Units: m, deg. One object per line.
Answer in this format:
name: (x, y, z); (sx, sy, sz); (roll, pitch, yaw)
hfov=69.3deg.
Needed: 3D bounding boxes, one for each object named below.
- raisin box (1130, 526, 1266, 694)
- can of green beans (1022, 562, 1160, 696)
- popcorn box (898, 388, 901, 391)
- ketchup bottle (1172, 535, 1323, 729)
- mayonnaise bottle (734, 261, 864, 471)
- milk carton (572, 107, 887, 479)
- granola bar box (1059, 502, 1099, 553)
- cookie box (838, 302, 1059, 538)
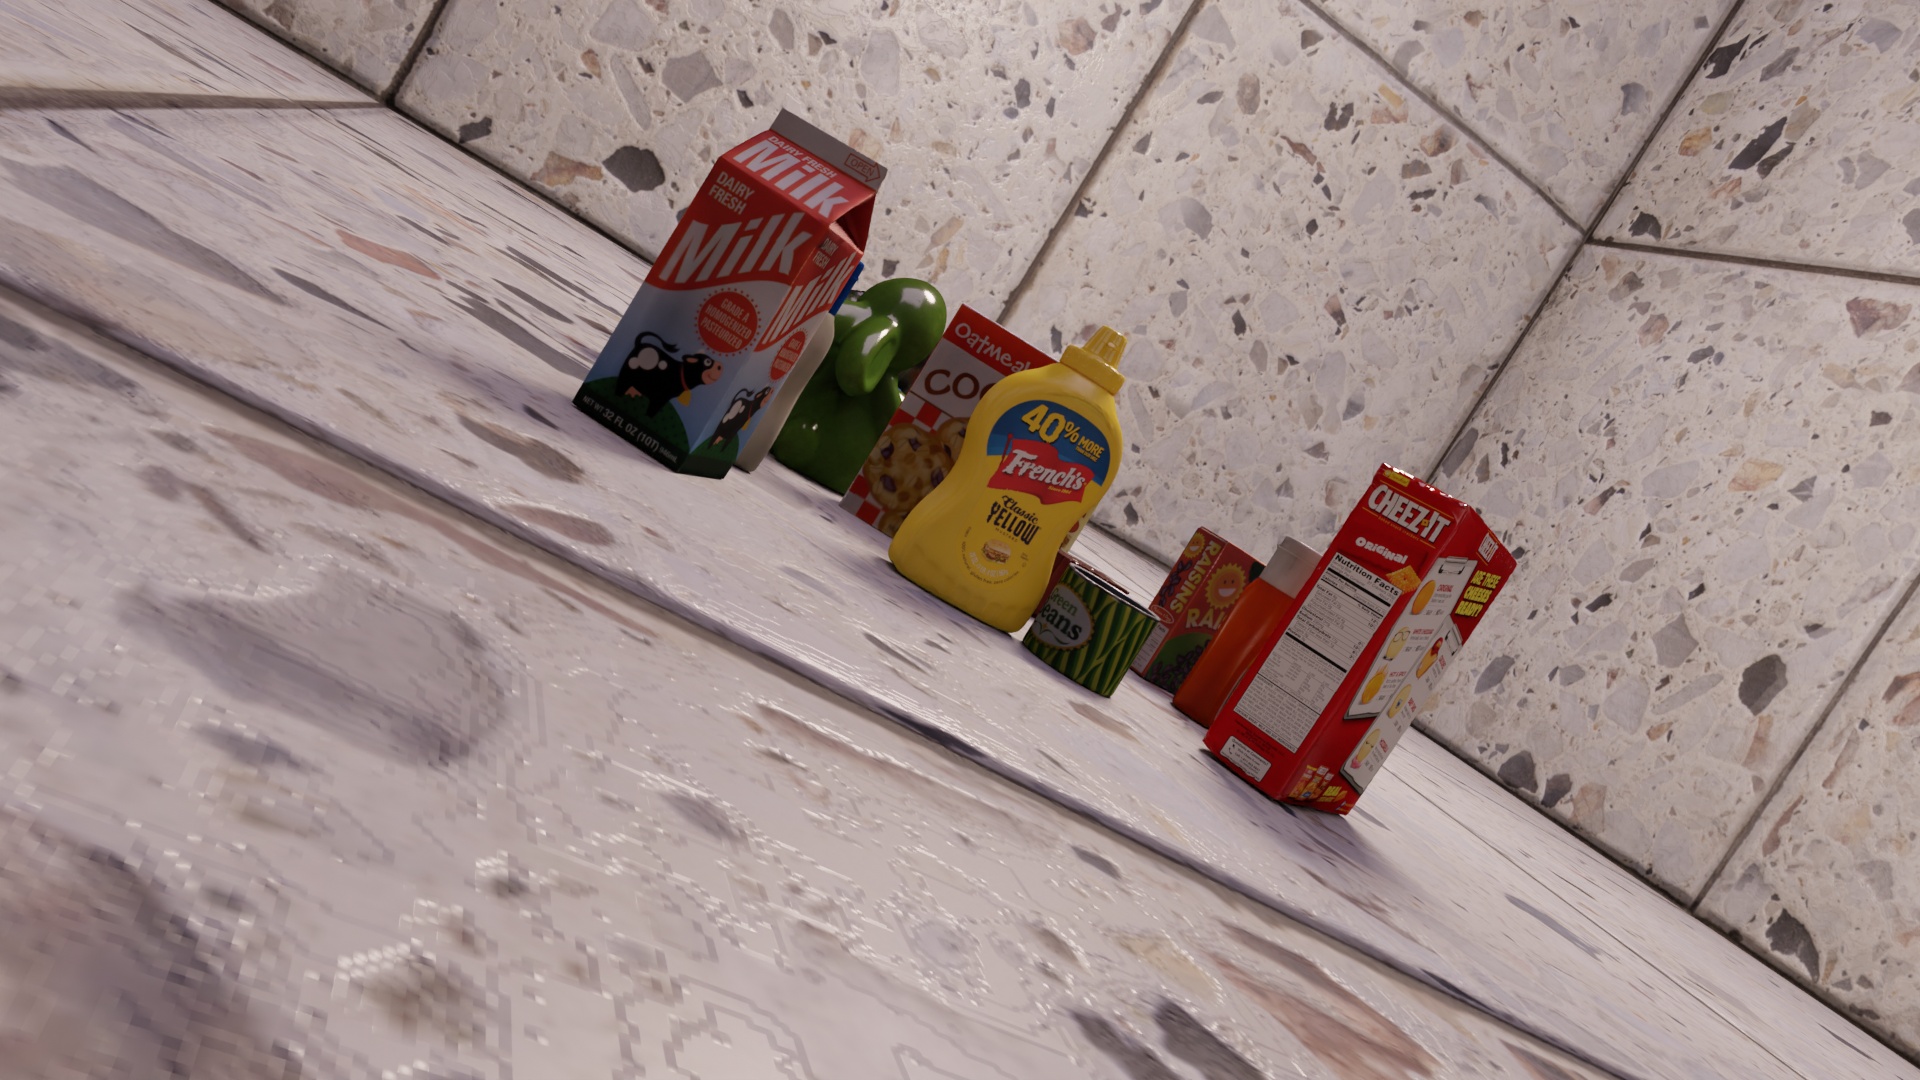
raisin box: (0.191, 0.062, 1.083); (0.086, 0.123, 0.040); (29, 5, -34)
can of green beans: (0.080, 0.055, 0.858); (0.071, 0.057, 0.071); (32, 5, -3)
popcorn box: (-0.129, -0.139, 1.330); (0.126, 0.085, 0.038); (28, 6, -37)
ketchup bottle: (0.212, 0.067, 1.009); (0.043, 0.148, 0.064); (34, 5, 26)
mayonnaise bottle: (-0.114, -0.118, 0.868); (0.041, 0.148, 0.065); (28, 6, -41)
milk carton: (-0.116, -0.132, 0.738); (0.072, 0.190, 0.073); (32, 4, 9)
granola bar box: (0.042, -0.050, 1.268); (0.165, 0.124, 0.039); (29, 5, -26)
cookie box: (0.011, -0.065, 0.980); (0.123, 0.167, 0.040); (32, 4, 0)
